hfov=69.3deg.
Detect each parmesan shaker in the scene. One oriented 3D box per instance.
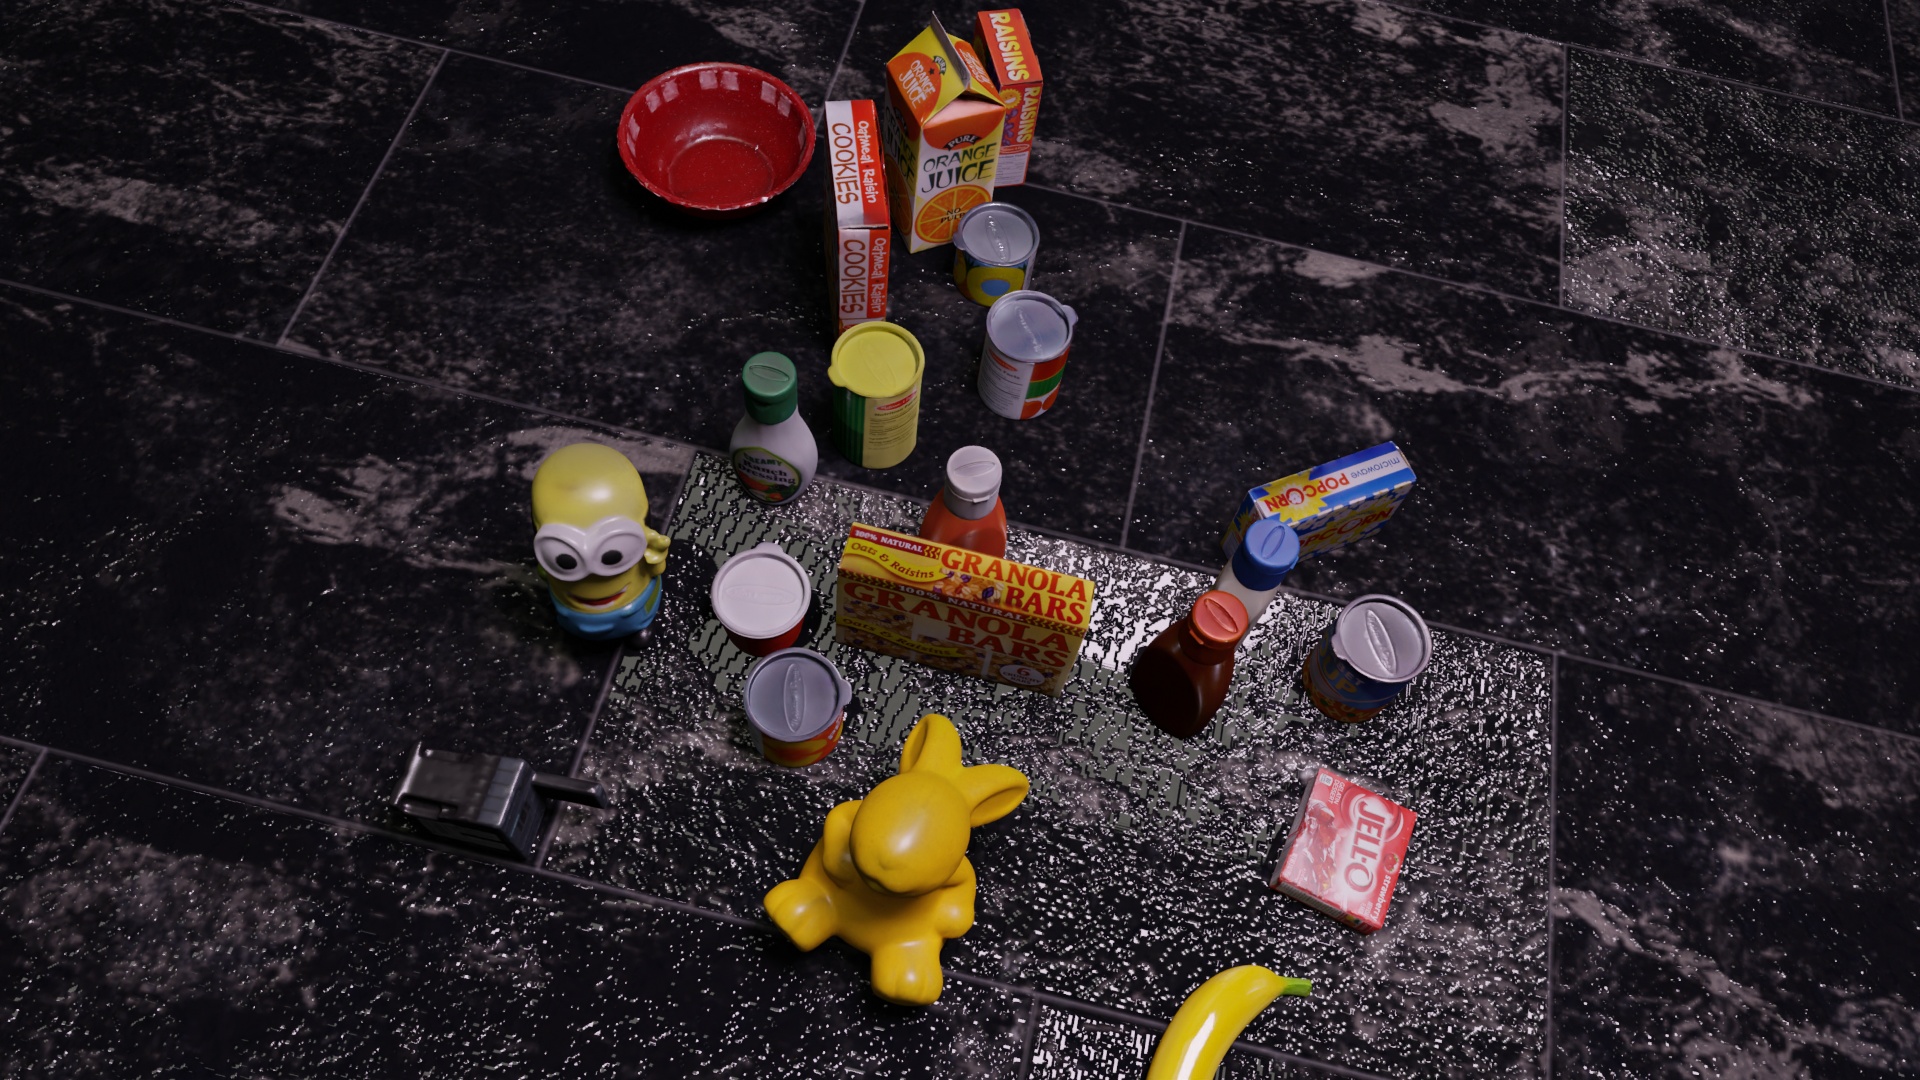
[{"bbox_3d":[-0.065,-0.105,1.035,0.071,0.102,0.071,2,62,-4],"label":"parmesan shaker"}]

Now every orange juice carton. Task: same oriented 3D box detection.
[{"bbox_3d":[-0.015,-0.323,1.105,0.073,0.191,0.072,-18,66,-14],"label":"orange juice carton"}]

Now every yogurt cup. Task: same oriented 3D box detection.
[{"bbox_3d":[-0.139,0.047,0.974,0.072,0.053,0.073,2,62,-4],"label":"yogurt cup"}]

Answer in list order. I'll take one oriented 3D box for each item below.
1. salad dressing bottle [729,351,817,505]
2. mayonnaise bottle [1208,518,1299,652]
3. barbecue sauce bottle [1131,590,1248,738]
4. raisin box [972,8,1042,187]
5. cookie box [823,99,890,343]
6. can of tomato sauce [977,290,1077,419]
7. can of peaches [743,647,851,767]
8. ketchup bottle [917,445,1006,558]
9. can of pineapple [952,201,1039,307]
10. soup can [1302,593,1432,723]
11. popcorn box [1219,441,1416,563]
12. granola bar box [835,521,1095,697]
[{"bbox_3d":[-0.134,-0.078,0.988,0.064,0.147,0.044,17,62,3],"label":"salad dressing bottle"},{"bbox_3d":[0.195,0.034,0.961,0.041,0.147,0.065,30,64,10],"label":"mayonnaise bottle"},{"bbox_3d":[0.156,0.081,0.932,0.044,0.147,0.065,-33,70,-20],"label":"barbecue sauce bottle"},{"bbox_3d":[0.035,-0.372,1.175,0.040,0.122,0.086,-9,64,-10],"label":"raisin box"},{"bbox_3d":[-0.080,-0.233,1.065,0.040,0.166,0.123,-4,63,-8],"label":"cookie box"},{"bbox_3d":[0.051,-0.143,1.078,0.071,0.082,0.071,2,62,-4],"label":"can of tomato sauce"},{"bbox_3d":[-0.110,0.114,0.939,0.071,0.057,0.071,2,62,-4],"label":"can of peaches"},{"bbox_3d":[0.003,-0.012,0.966,0.065,0.148,0.044,-13,65,-12],"label":"ketchup bottle"},{"bbox_3d":[0.027,-0.234,1.138,0.071,0.057,0.071,2,62,-4],"label":"can of pineapple"},{"bbox_3d":[0.282,0.085,0.979,0.071,0.083,0.071,2,62,-4],"label":"soup can"},{"bbox_3d":[0.265,-0.021,1.033,0.127,0.084,0.038,-19,66,-15],"label":"popcorn box"},{"bbox_3d":[0.000,0.049,0.947,0.166,0.123,0.039,14,62,2],"label":"granola bar box"}]
